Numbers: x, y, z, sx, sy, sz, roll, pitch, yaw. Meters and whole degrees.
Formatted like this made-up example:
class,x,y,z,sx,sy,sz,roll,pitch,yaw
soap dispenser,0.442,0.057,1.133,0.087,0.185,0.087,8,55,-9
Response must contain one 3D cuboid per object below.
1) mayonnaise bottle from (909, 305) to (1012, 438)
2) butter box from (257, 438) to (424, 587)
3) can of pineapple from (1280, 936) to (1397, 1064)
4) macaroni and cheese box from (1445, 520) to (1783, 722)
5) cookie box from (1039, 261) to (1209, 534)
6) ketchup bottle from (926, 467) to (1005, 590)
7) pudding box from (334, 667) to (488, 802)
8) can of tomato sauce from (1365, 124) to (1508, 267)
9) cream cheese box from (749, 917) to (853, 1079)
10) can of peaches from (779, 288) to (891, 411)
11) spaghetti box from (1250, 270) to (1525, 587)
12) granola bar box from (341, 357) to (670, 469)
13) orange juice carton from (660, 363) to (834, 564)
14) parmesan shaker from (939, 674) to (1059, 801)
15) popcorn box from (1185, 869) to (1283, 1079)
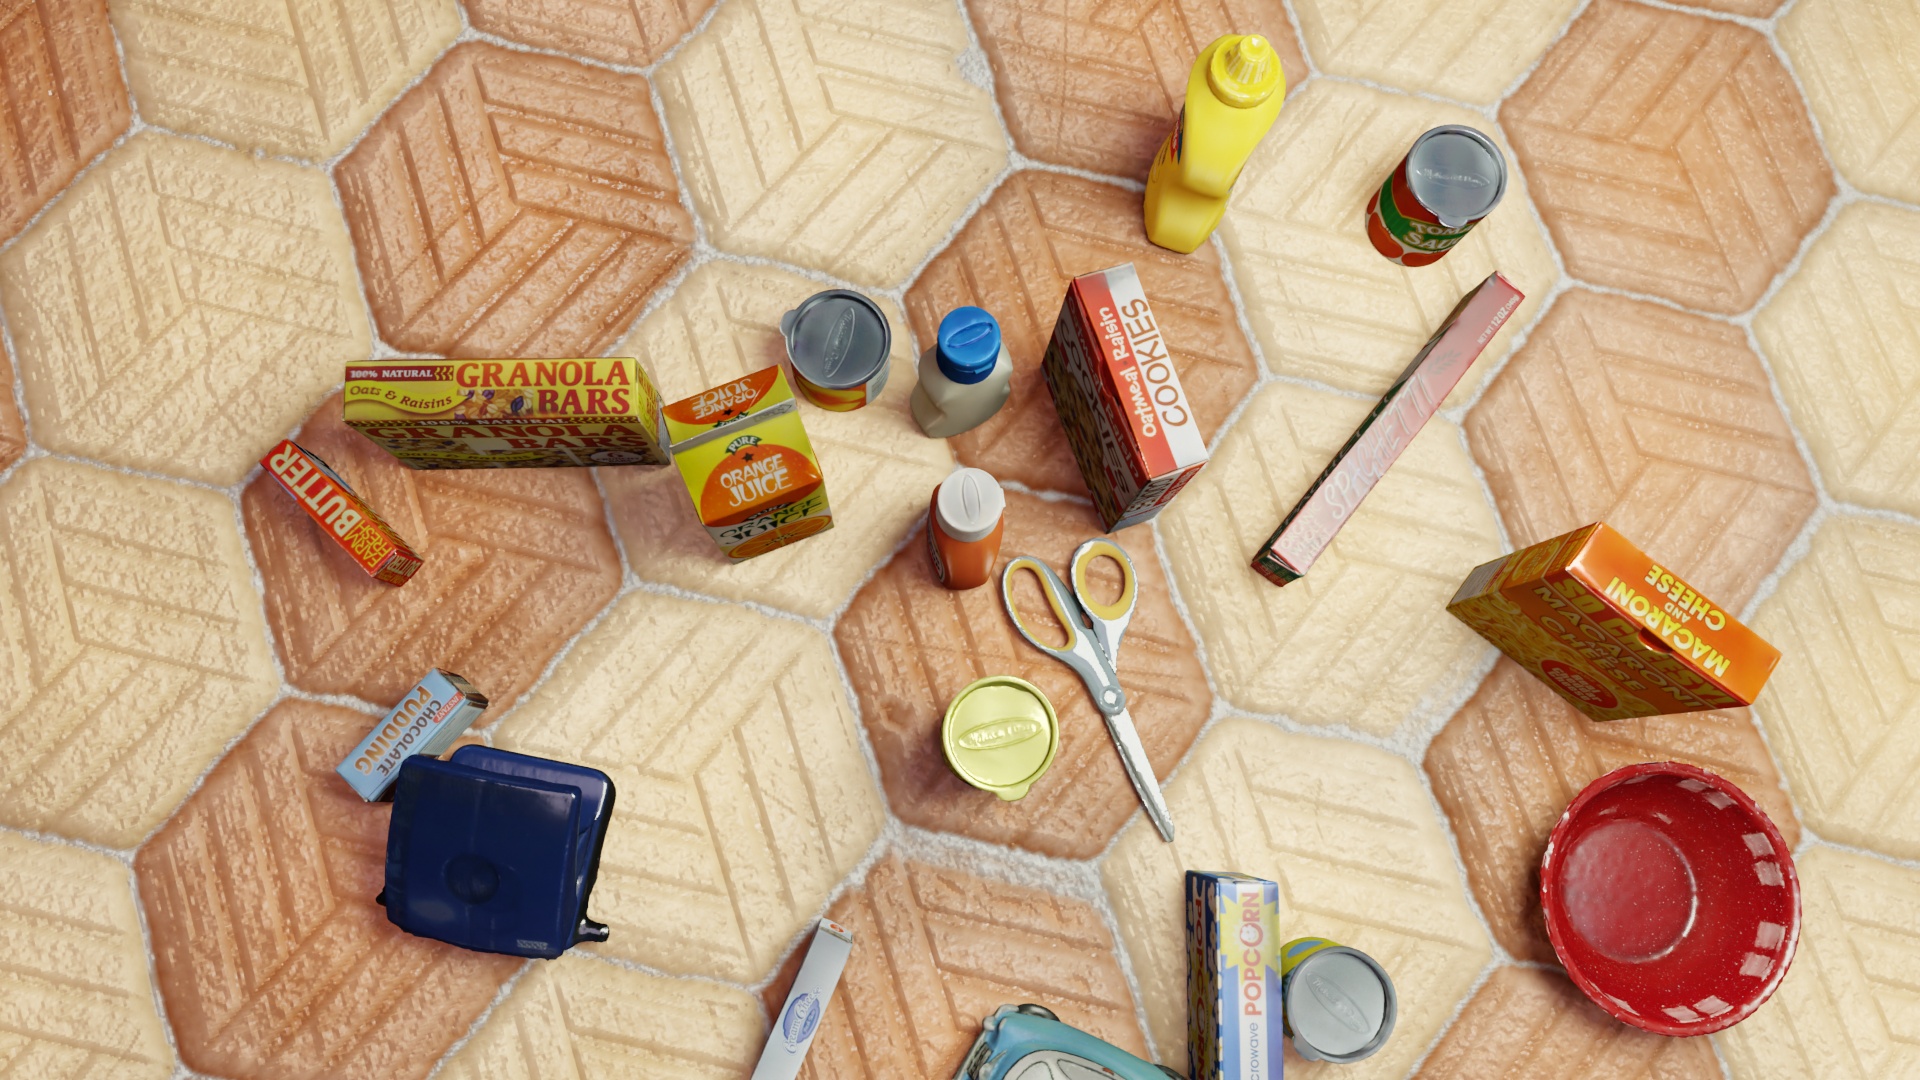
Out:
class,x,y,z,sx,sy,sz,roll,pitch,yaw
mayonnaise bottle,0.002,-0.103,0.851,0.065,0.148,0.041,-26,82,-7
butter box,-0.383,-0.016,0.864,0.103,0.053,0.024,44,81,5
can of pineapple,0.219,0.276,0.837,0.071,0.057,0.071,1,80,-3
macaroni and cheese box,0.382,0.054,0.832,0.124,0.166,0.040,38,80,4
cookie box,0.094,-0.080,0.842,0.040,0.167,0.123,-19,81,-6
ketchup bottle,0.003,-0.010,0.834,0.043,0.148,0.065,-8,80,-4
pudding box,-0.331,0.119,0.842,0.030,0.049,0.084,41,80,5
can of tomato sauce,0.314,-0.225,0.923,0.071,0.083,0.071,1,80,-3
cream cheese box,-0.094,0.279,0.823,0.024,0.053,0.104,24,79,2
can of peaches,-0.080,-0.122,0.896,0.071,0.058,0.071,1,80,-3
spaghetti box,0.279,-0.072,0.909,0.029,0.050,0.250,40,80,4
granola bar box,-0.268,-0.076,0.844,0.166,0.124,0.039,-1,80,-3
orange juice carton,-0.123,-0.044,0.811,0.072,0.192,0.073,-21,82,-6
parmesan shaker,0.021,0.120,0.833,0.071,0.103,0.071,1,80,-3
popcorn box,0.161,0.262,0.823,0.038,0.085,0.127,1,80,-3
